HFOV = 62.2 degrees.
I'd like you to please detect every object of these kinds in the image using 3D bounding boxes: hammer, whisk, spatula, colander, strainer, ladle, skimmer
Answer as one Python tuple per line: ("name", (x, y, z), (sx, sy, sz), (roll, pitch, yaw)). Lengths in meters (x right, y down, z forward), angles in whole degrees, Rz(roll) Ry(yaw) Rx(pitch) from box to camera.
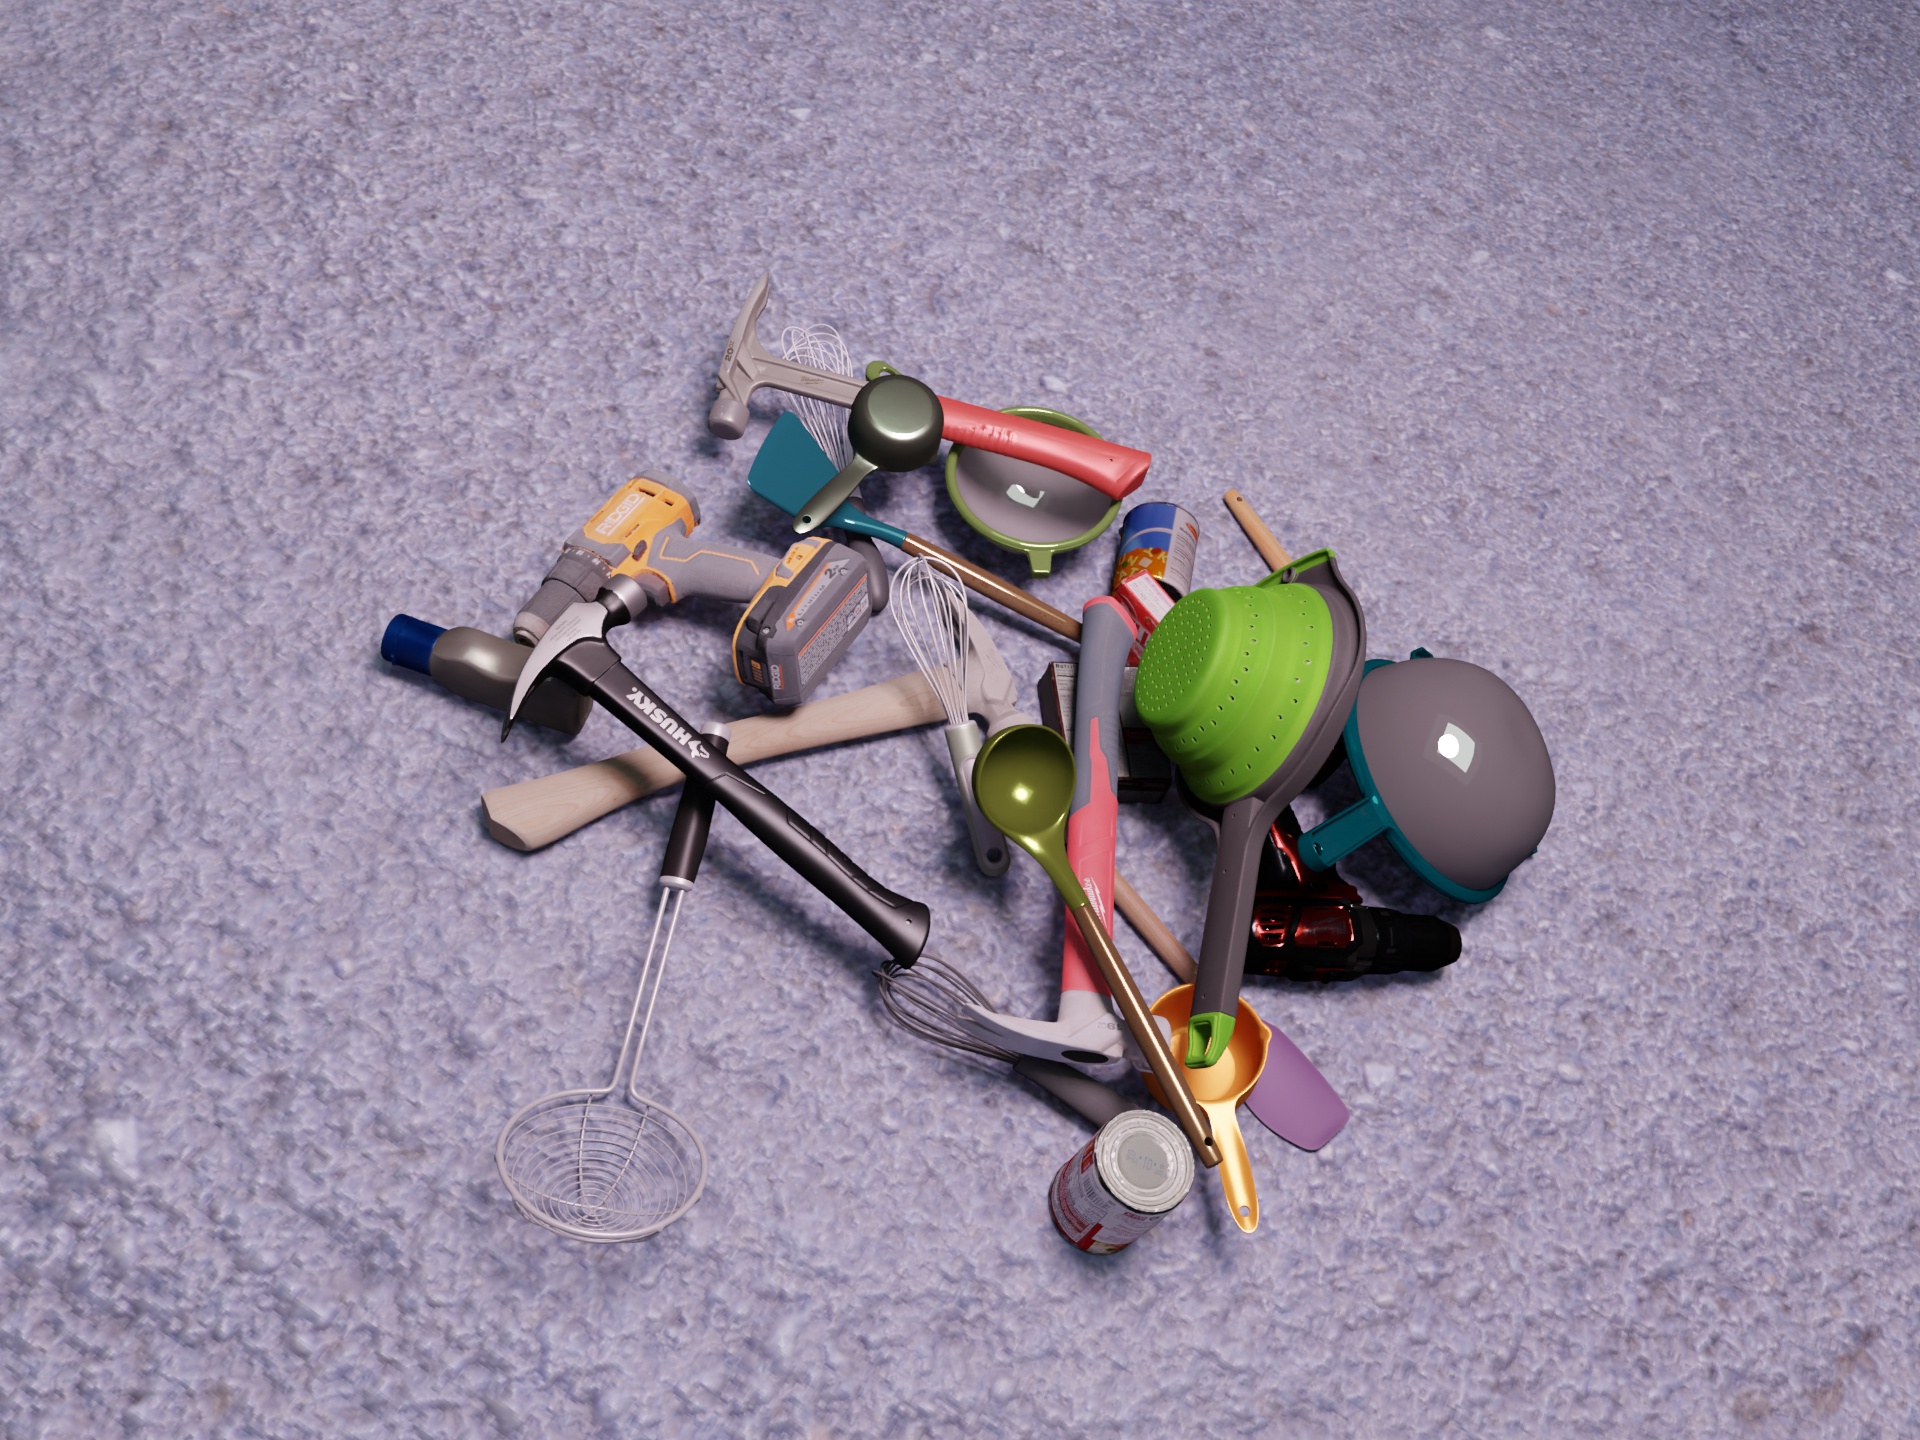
("hammer", (-0.018, -0.259, 1.309), (0.359, 0.036, 0.149), (15, 69, 0))
("whisk", (-0.002, -0.004, 1.176), (0.058, 0.059, 0.246), (-14, 91, -9))
("spatula", (-0.020, -0.136, 1.271), (0.317, 0.044, 0.082), (27, 59, -7))
("whisk", (0.042, 0.232, 1.094), (0.239, 0.055, 0.055), (33, 55, -1))
("colander", (0.175, 0.042, 1.126), (0.094, 0.204, 0.397), (24, 64, -21))
("spatula", (0.164, 0.183, 1.175), (0.060, 0.018, 0.316), (-34, 73, -21))
("strainer", (0.018, -0.218, 1.360), (0.256, 0.069, 0.151), (37, 63, 15))
("ladle", (0.096, 0.143, 1.055), (0.078, 0.062, 0.320), (-17, 65, -22))
("hammer", (0.082, 0.063, 1.162), (0.143, 0.038, 0.387), (12, 54, -9))
("hammer", (-0.155, 0.050, 1.072), (0.335, 0.035, 0.146), (41, 53, 0))
("strainer", (0.360, 0.042, 1.190), (0.340, 0.095, 0.211), (-19, 79, -51))
("skimmer", (-0.196, 0.153, 1.025), (0.127, 0.090, 0.364), (14, 63, -6))
("hammer", (-0.151, 0.006, 1.185), (0.410, 0.038, 0.146), (-16, 63, -24))
("whisk", (-0.103, -0.215, 1.329), (0.070, 0.070, 0.285), (-7, 65, -20))

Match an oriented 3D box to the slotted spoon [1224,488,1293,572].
("slotted spoon", (0.317, -0.084, 1.385), (0.070, 0.031, 0.314), (-21, 65, -22))

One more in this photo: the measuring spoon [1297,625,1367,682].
("measuring spoon", (0.299, -0.047, 1.349), (0.124, 0.018, 0.034), (-35, 66, -19))

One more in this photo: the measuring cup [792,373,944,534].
("measuring cup", (-0.075, -0.207, 1.235), (0.083, 0.038, 0.168), (36, 63, 7))

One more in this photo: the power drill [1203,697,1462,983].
("power drill", (0.284, 0.094, 1.233), (0.188, 0.080, 0.227), (4, 60, -14))

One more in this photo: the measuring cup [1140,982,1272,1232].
("measuring cup", (0.174, 0.270, 1.092), (0.095, 0.052, 0.174), (-8, 59, -4))

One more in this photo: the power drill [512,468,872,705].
("power drill", (-0.203, -0.089, 1.184), (0.226, 0.084, 0.185), (22, 53, 19))
